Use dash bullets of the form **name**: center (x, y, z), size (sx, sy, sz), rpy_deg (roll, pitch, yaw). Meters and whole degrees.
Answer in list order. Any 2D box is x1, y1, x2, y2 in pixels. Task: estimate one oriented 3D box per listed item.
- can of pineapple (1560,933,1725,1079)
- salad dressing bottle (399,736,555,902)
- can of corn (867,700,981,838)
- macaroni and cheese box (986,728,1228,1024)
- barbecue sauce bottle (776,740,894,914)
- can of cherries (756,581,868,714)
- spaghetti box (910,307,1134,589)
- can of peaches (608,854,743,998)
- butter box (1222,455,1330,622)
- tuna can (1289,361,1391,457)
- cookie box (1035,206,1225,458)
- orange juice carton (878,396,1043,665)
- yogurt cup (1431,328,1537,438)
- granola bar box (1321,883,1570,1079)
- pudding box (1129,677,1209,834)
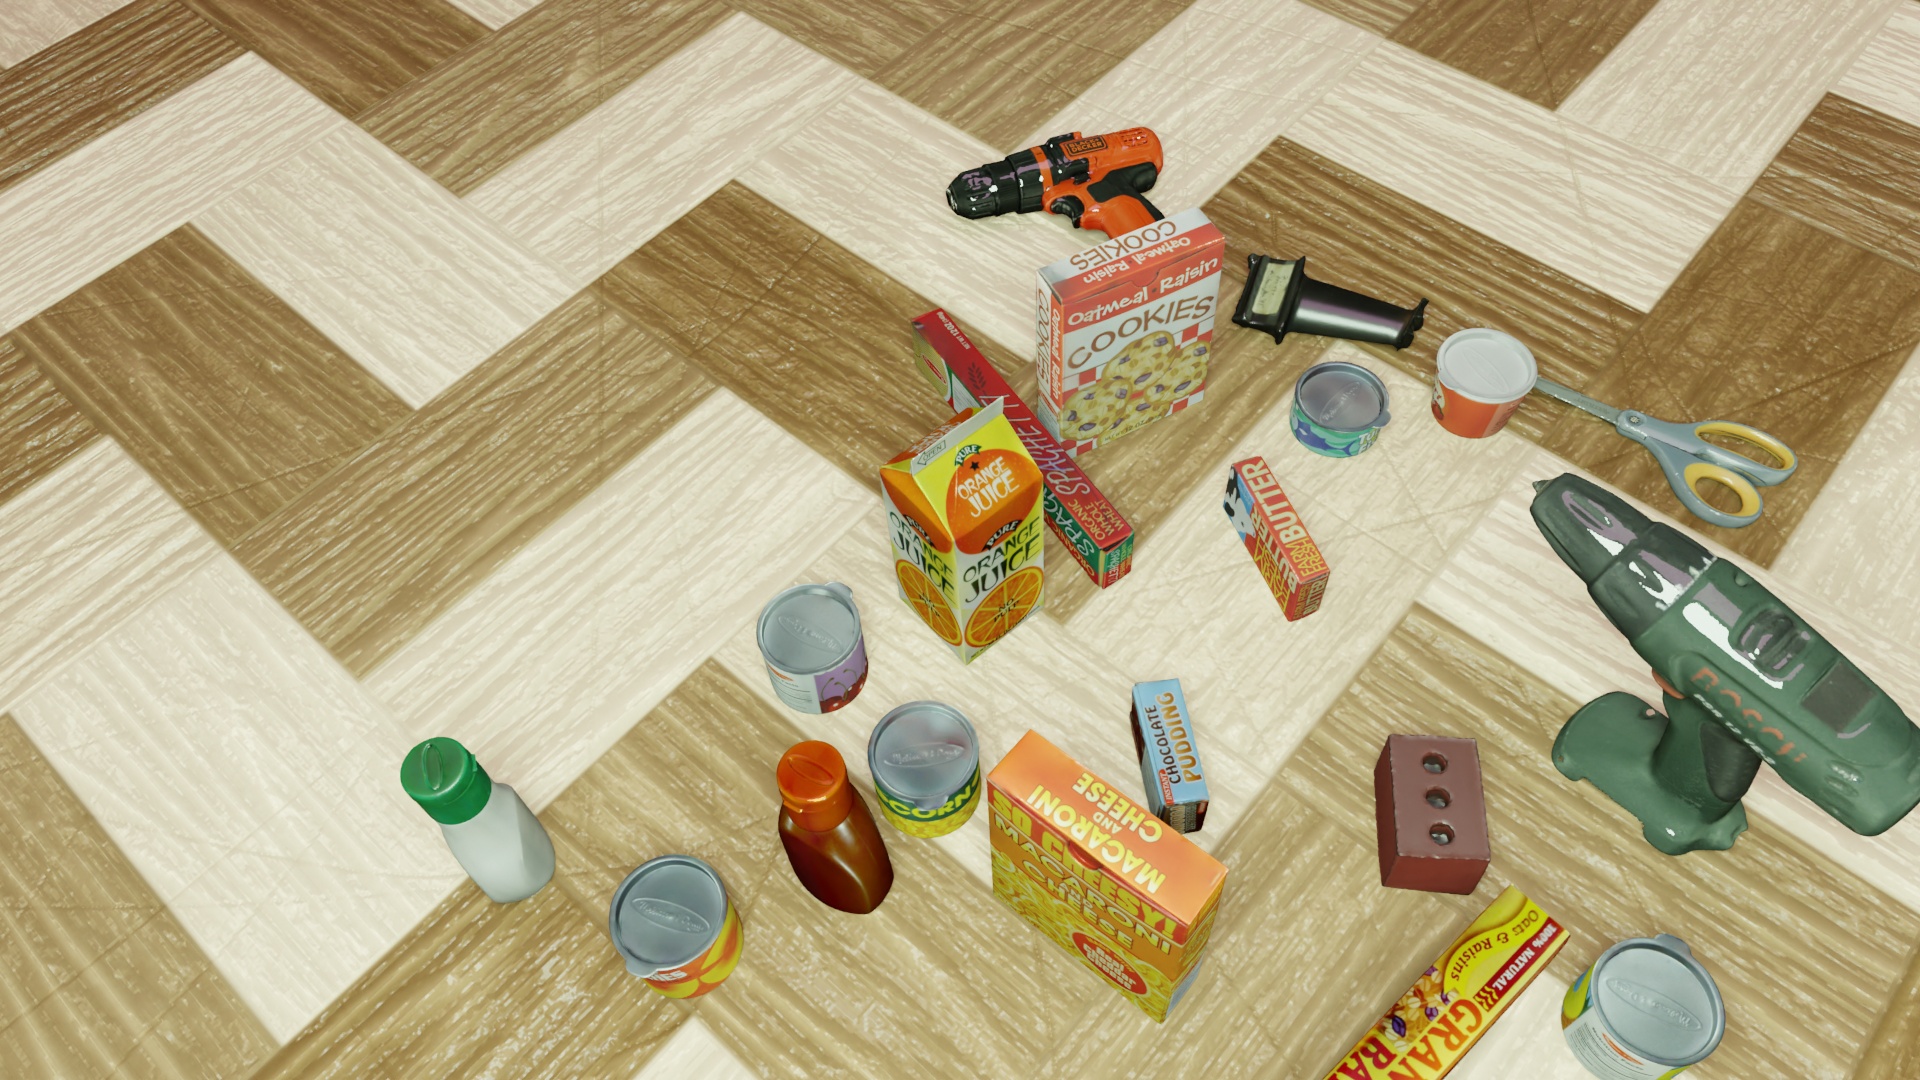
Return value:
- **can of pineapple**: center (0.364, 0.253, 0.743), size (0.071, 0.057, 0.071), rpy_deg (-2, 56, 2)
- **salad dressing bottle**: center (-0.273, 0.159, 0.789), size (0.044, 0.147, 0.064), rpy_deg (-17, 57, -8)
- **can of corn**: center (-0.020, 0.142, 0.840), size (0.071, 0.058, 0.071), rpy_deg (-2, 56, 2)
- **macaroni and cheese box**: center (0.074, 0.184, 0.741), size (0.124, 0.165, 0.040), rpy_deg (33, 64, 23)
- **barbecue sauce bottle**: center (-0.074, 0.160, 0.776), size (0.065, 0.147, 0.044), rpy_deg (26, 61, 19)
- **can of cherries**: center (-0.092, 0.069, 0.894), size (0.071, 0.058, 0.072), rpy_deg (-2, 56, 2)
- **spaghetti box**: center (0.040, -0.069, 0.986), size (0.029, 0.050, 0.251), rpy_deg (-29, 59, -15)
- **can of peaches**: center (-0.162, 0.223, 0.793), size (0.071, 0.057, 0.071), rpy_deg (-2, 56, 2)
- **butter box**: center (0.210, -0.001, 0.928), size (0.024, 0.053, 0.104), rpy_deg (-18, 57, -8)
- **tuna can**: center (0.274, -0.093, 1.000), size (0.071, 0.032, 0.071), rpy_deg (-1, 56, 2)
- **cookie box**: center (0.115, -0.138, 0.958), size (0.123, 0.166, 0.040), rpy_deg (-24, 58, -13)
- **orange juice carton**: center (0.003, -0.011, 0.862), size (0.072, 0.191, 0.073), rpy_deg (-36, 61, -19)
- **yogurt cup**: center (0.370, -0.110, 0.993), size (0.072, 0.053, 0.073), rpy_deg (-2, 56, 2)
- **granola bar box**: center (0.228, 0.261, 0.705), size (0.166, 0.123, 0.039), rpy_deg (-37, 61, -20)
- **pudding box**: center (0.126, 0.131, 0.844), size (0.030, 0.049, 0.084), rpy_deg (-8, 56, -2)
